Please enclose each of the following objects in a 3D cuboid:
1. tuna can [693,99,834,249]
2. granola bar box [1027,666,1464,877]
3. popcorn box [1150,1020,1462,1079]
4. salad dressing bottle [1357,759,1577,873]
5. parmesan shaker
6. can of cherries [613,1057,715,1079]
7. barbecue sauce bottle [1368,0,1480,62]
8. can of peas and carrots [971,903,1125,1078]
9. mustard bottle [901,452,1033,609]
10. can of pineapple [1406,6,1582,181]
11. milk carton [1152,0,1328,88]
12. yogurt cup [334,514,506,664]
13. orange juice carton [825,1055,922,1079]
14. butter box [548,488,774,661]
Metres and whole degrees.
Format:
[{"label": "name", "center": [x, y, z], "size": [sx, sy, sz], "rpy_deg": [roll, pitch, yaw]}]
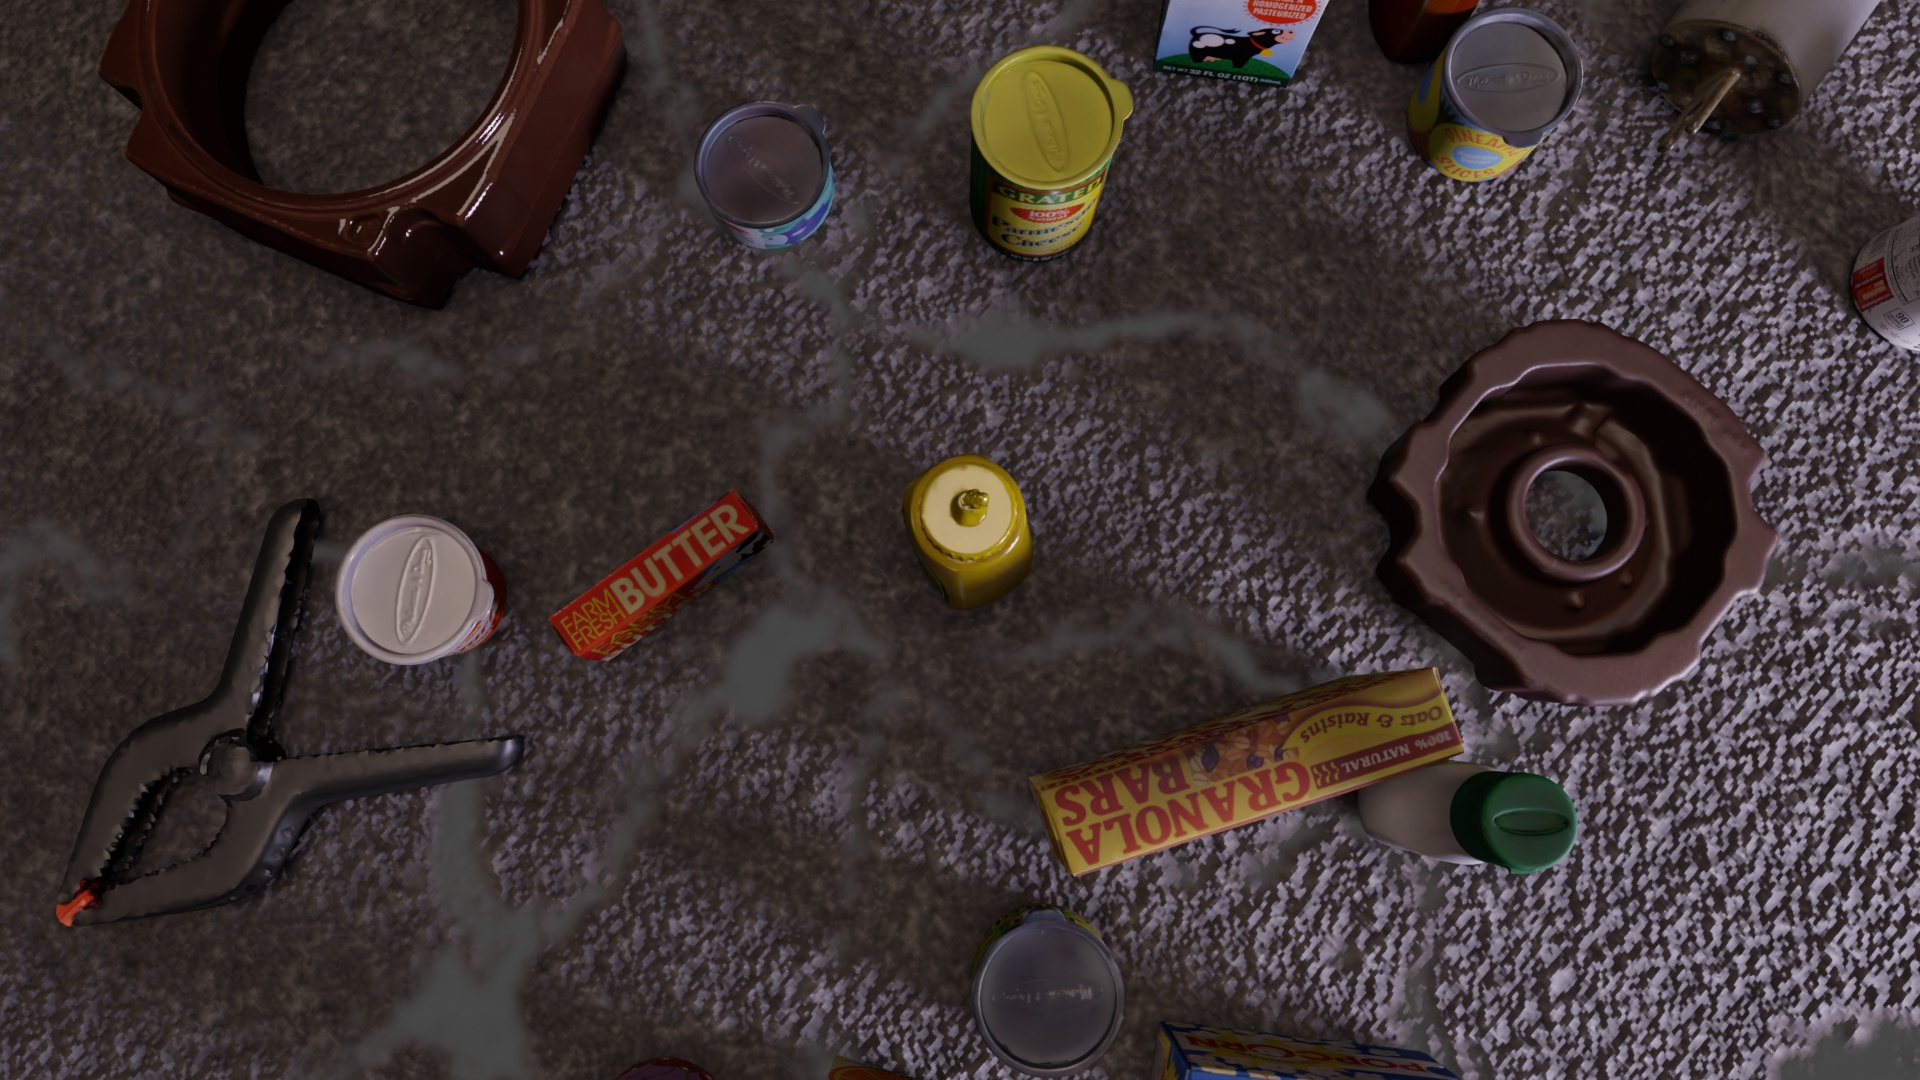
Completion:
[{"label": "tuna can", "center": [-0.094, -0.182, 0.688], "size": [0.071, 0.033, 0.071], "rpy_deg": [0, 82, 0]}, {"label": "granola bar box", "center": [0.115, 0.099, 0.602], "size": [0.166, 0.124, 0.039], "rpy_deg": [-17, 83, -2]}, {"label": "popcorn box", "center": [0.151, 0.242, 0.601], "size": [0.127, 0.085, 0.038], "rpy_deg": [6, 82, 1]}, {"label": "salad dressing bottle", "center": [0.213, 0.115, 0.588], "size": [0.064, 0.147, 0.044], "rpy_deg": [2, 82, 0]}, {"label": "parmesan shaker", "center": [0.040, -0.178, 0.652], "size": [0.071, 0.103, 0.071], "rpy_deg": [0, 82, 0]}, {"label": "can of cherries", "center": [-0.134, 0.268, 0.610], "size": [0.071, 0.058, 0.071], "rpy_deg": [0, 82, 0]}, {"label": "barbecue sauce bottle", "center": [0.232, -0.283, 0.645], "size": [0.044, 0.148, 0.065], "rpy_deg": [-2, 82, 0]}, {"label": "can of peas and carrots", "center": [0.037, 0.196, 0.621], "size": [0.071, 0.058, 0.071], "rpy_deg": [0, 82, 0]}, {"label": "mustard bottle", "center": [0.002, -0.008, 0.599], "size": [0.049, 0.160, 0.065], "rpy_deg": [-28, 83, -3]}, {"label": "can of pineapple", "center": [0.259, -0.215, 0.681], "size": [0.071, 0.058, 0.071], "rpy_deg": [0, 82, 0]}, {"label": "milk carton", "center": [0.136, -0.283, 0.623], "size": [0.072, 0.190, 0.073], "rpy_deg": [9, 83, 1]}, {"label": "yogurt cup", "center": [-0.247, 0.025, 0.648], "size": [0.072, 0.054, 0.072], "rpy_deg": [0, 82, 0]}, {"label": "orange juice carton", "center": [-0.034, 0.268, 0.543], "size": [0.072, 0.192, 0.073], "rpy_deg": [16, 83, 2]}, {"label": "butter box", "center": [-0.137, 0.018, 0.649], "size": [0.103, 0.053, 0.024], "rpy_deg": [-36, 84, -5]}]
